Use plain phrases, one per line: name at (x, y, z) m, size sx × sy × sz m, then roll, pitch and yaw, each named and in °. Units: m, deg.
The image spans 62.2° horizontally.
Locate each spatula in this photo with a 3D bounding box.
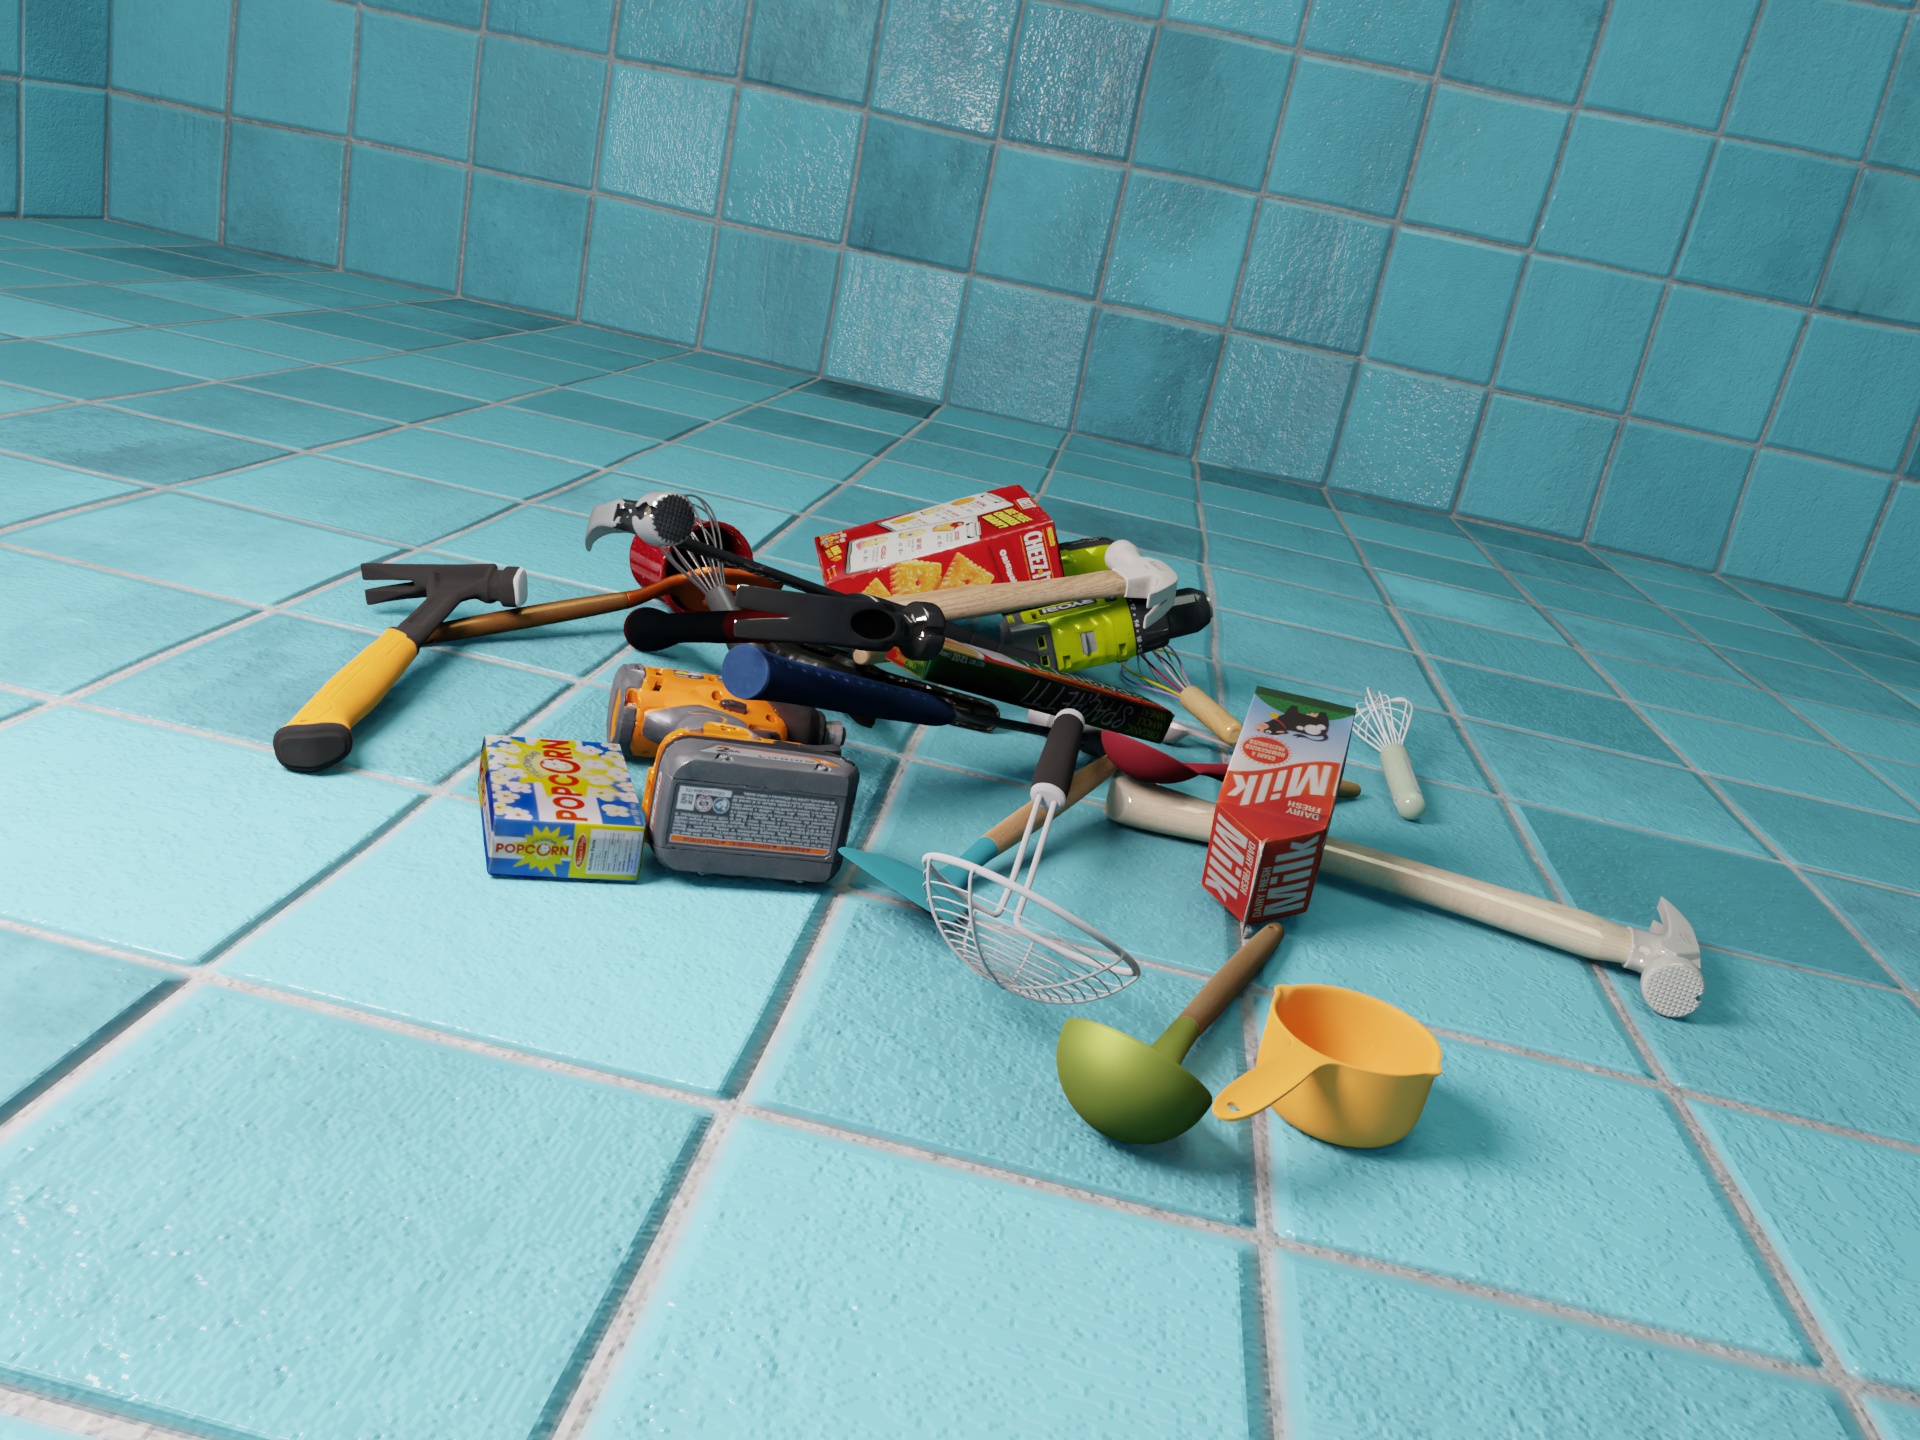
spatula at (-0.294, -0.088, 1.307) m, size 0.322 × 0.081 × 0.041 m, roll -15°, pitch 68°, yaw -40°
spatula at (0.036, 0.066, 1.030) m, size 0.082 × 0.044 × 0.317 m, roll 30°, pitch 30°, yaw 21°

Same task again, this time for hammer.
hammer at (0.304, 0.105, 1.126) m, size 0.411 × 0.038 × 0.146 m, roll 16°, pitch 17°, yaw 14°
hammer at (-0.002, -0.004, 1.125) m, size 0.144 × 0.035 × 0.405 m, roll 29°, pitch 11°, yaw 38°
hammer at (-0.404, -0.046, 1.103) m, size 0.127 × 0.034 × 0.337 m, roll 1°, pitch 23°, yaw -1°
hammer at (-0.172, -0.068, 1.136) m, size 0.143 × 0.038 × 0.386 m, roll 4°, pitch 0°, yaw -33°
hammer at (-0.094, -0.091, 1.203) m, size 0.408 × 0.036 × 0.149 m, roll 18°, pitch -7°, yaw -39°
hammer at (0.035, -0.103, 1.350) m, size 0.331 × 0.031 × 0.130 m, roll -9°, pitch 29°, yaw -22°

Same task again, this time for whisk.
whisk at (-0.194, -0.101, 1.294) m, size 0.055 × 0.055 × 0.239 m, roll -3°, pitch 49°, yaw -38°
whisk at (0.379, 0.028, 1.391) m, size 0.059 × 0.057 × 0.246 m, roll -20°, pitch 18°, yaw 14°
whisk at (0.203, -0.030, 1.433) m, size 0.047 × 0.051 × 0.245 m, roll 15°, pitch 15°, yaw -19°

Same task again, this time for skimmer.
skimmer at (0.059, 0.052, 0.948) m, size 0.127 × 0.090 × 0.363 m, roll 29°, pitch 26°, yaw -2°

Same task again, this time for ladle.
ladle at (0.217, 0.041, 1.210) m, size 0.315 × 0.031 × 0.069 m, roll 9°, pitch 8°, yaw -44°
ladle at (0.134, 0.149, 0.863) m, size 0.078 × 0.062 × 0.320 m, roll 24°, pitch 19°, yaw 20°

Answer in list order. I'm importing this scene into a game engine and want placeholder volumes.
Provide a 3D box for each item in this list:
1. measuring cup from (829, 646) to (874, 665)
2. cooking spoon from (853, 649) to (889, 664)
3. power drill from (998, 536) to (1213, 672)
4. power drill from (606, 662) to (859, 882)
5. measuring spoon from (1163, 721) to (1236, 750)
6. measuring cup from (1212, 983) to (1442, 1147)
measuring cup at (-0.129, -0.090, 1.398) m, size 0.083 × 0.038 × 0.168 m, roll 31°, pitch -6°, yaw -41°
cooking spoon at (-0.033, -0.064, 1.382) m, size 0.069 × 0.017 × 0.319 m, roll 18°, pitch 10°, yaw 14°
power drill at (0.125, -0.109, 1.510) m, size 0.190 × 0.080 × 0.229 m, roll -13°, pitch 20°, yaw -1°
power drill at (-0.135, 0.026, 1.021) m, size 0.164 × 0.084 × 0.227 m, roll 7°, pitch 15°, yaw -20°
measuring spoon at (0.218, 0.024, 1.355) m, size 0.124 × 0.018 × 0.034 m, roll 18°, pitch 10°, yaw -3°
measuring cup at (0.168, 0.185, 0.783) m, size 0.095 × 0.052 × 0.173 m, roll 26°, pitch 25°, yaw 35°
